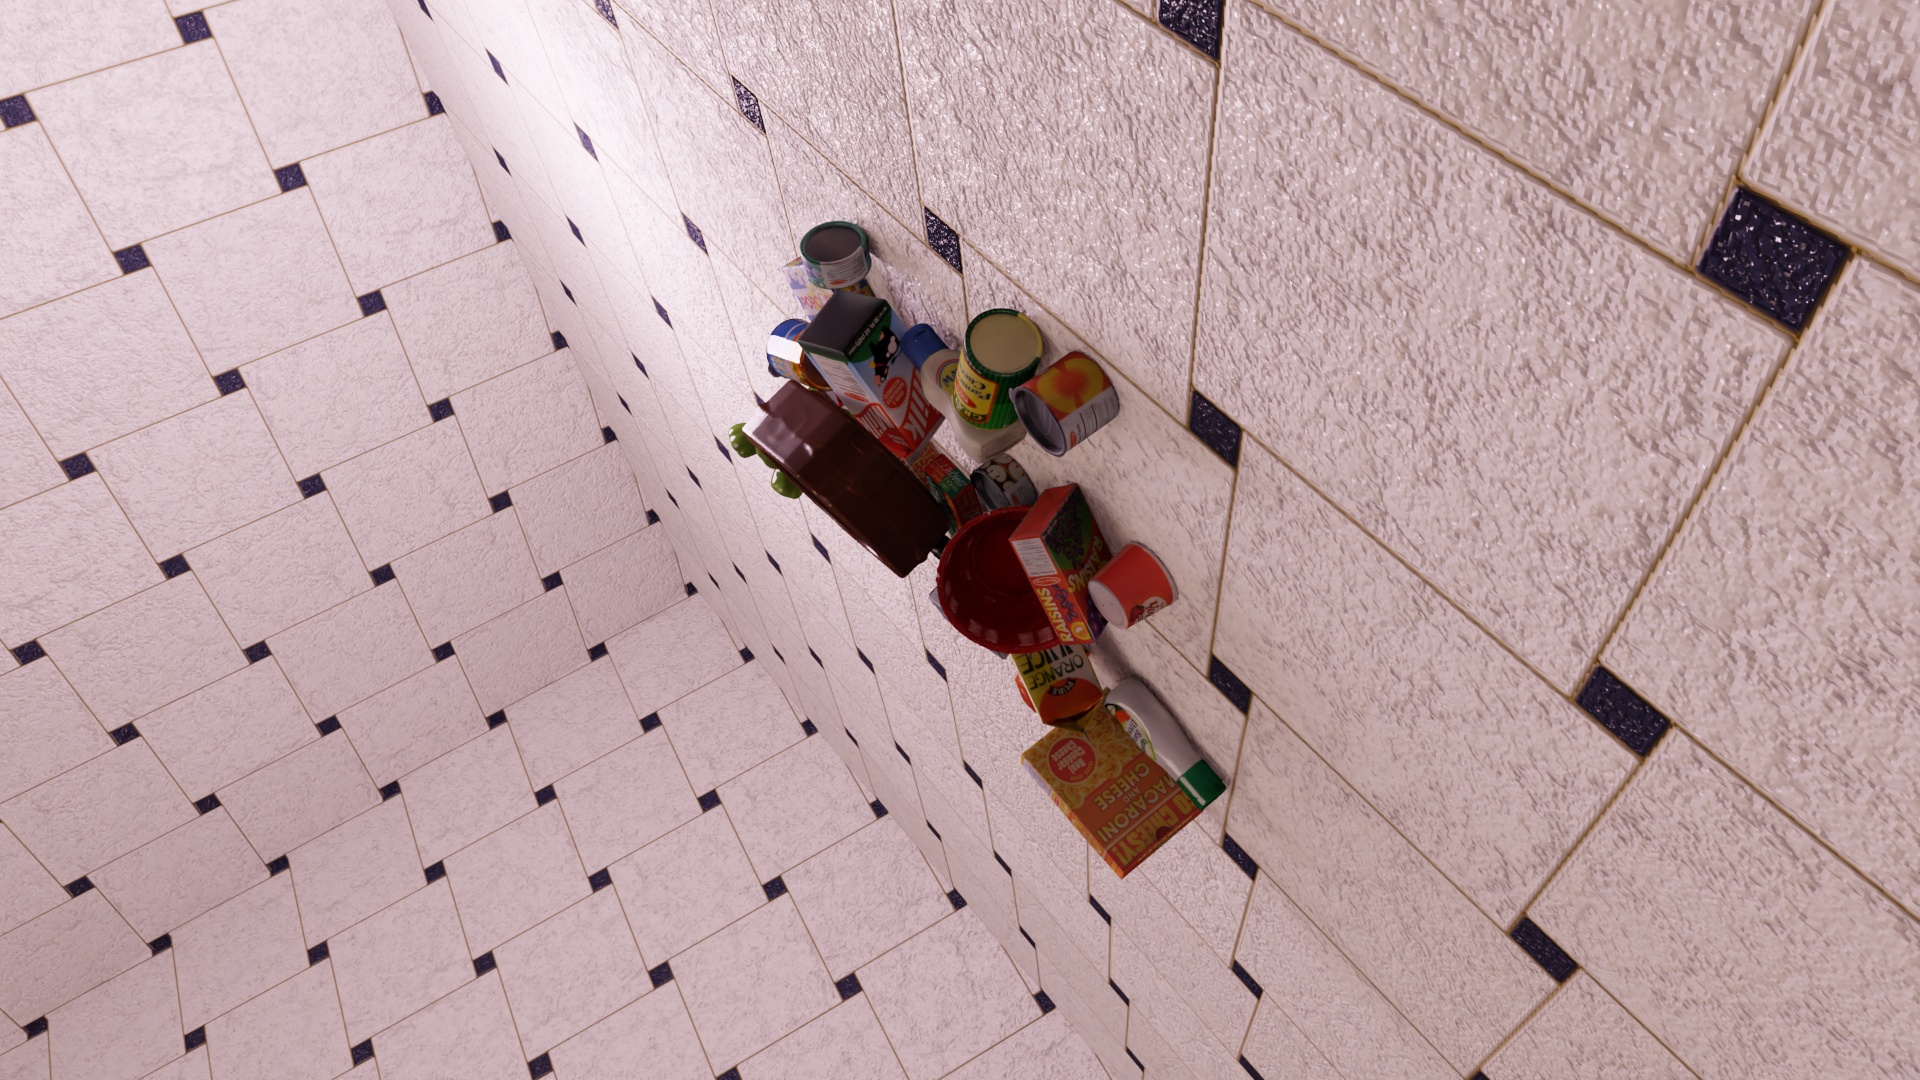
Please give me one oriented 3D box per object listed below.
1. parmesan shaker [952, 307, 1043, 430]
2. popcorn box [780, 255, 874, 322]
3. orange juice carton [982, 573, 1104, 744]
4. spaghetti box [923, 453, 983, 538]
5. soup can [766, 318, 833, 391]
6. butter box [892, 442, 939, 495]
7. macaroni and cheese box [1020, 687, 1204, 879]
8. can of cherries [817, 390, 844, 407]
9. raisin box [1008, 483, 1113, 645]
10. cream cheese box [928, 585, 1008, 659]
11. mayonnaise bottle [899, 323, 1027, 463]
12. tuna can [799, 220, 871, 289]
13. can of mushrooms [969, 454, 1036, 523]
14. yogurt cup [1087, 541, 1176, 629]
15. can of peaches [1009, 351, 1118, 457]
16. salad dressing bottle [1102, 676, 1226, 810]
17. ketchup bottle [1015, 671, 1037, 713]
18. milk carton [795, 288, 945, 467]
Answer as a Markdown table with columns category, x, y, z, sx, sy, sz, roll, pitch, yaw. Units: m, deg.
| category | x | y | z | sx | sy | sz | roll | pitch | yaw |
| --- | --- | --- | --- | --- | --- | --- | --- | --- | --- |
| parmesan shaker | 0.029 | -0.147 | 1.184 | 0.071 | 0.071 | 0.102 | 51 | 163 | 13 |
| popcorn box | -0.136 | -0.262 | 1.465 | 0.085 | 0.038 | 0.127 | 60 | 163 | -20 |
| orange juice carton | 0.093 | 0.120 | 1.446 | 0.072 | 0.073 | 0.192 | -101 | -14 | -82 |
| spaghetti box | 0.005 | -0.019 | 1.496 | 0.050 | 0.029 | 0.249 | 47 | 172 | 23 |
| soup can | -0.160 | -0.194 | 1.470 | 0.084 | 0.071 | 0.071 | 26 | 147 | 54 |
| butter box | -0.037 | -0.066 | 1.546 | 0.103 | 0.053 | 0.024 | 55 | 161 | 0 |
| macaroni and cheese box | 0.165 | 0.261 | 1.501 | 0.167 | 0.124 | 0.040 | 48 | 163 | 21 |
| can of cherries | -0.131 | -0.188 | 1.561 | 0.071 | 0.058 | 0.071 | 48 | 162 | 22 |
| raisin box | 0.101 | 0.022 | 1.273 | 0.040 | 0.086 | 0.123 | -9 | 119 | 36 |
| cream cheese box | 0.013 | 0.091 | 1.559 | 0.104 | 0.024 | 0.053 | 33 | 166 | 38 |
| mayonnaise bottle | -0.002 | -0.141 | 1.293 | 0.148 | 0.065 | 0.041 | 52 | 161 | 24 |
| tuna can | -0.122 | -0.279 | 1.347 | 0.071 | 0.071 | 0.032 | 44 | 159 | 33 |
| can of mushrooms | 0.042 | -0.053 | 1.387 | 0.071 | 0.033 | 0.070 | 48 | 163 | 21 |
| yogurt cup | 0.151 | 0.043 | 1.238 | 0.072 | 0.054 | 0.072 | 48 | 161 | 22 |
| can of peaches | 0.083 | -0.112 | 1.116 | 0.071 | 0.058 | 0.071 | 49 | 163 | 21 |
| salad dressing bottle | 0.209 | 0.206 | 1.414 | 0.148 | 0.044 | 0.064 | 49 | 160 | 19 |
| ketchup bottle | 0.091 | 0.166 | 1.613 | 0.065 | 0.043 | 0.148 | 40 | 171 | 17 |
| milk carton | -0.073 | -0.156 | 1.379 | 0.073 | 0.072 | 0.190 | 20 | 157 | 40 |
